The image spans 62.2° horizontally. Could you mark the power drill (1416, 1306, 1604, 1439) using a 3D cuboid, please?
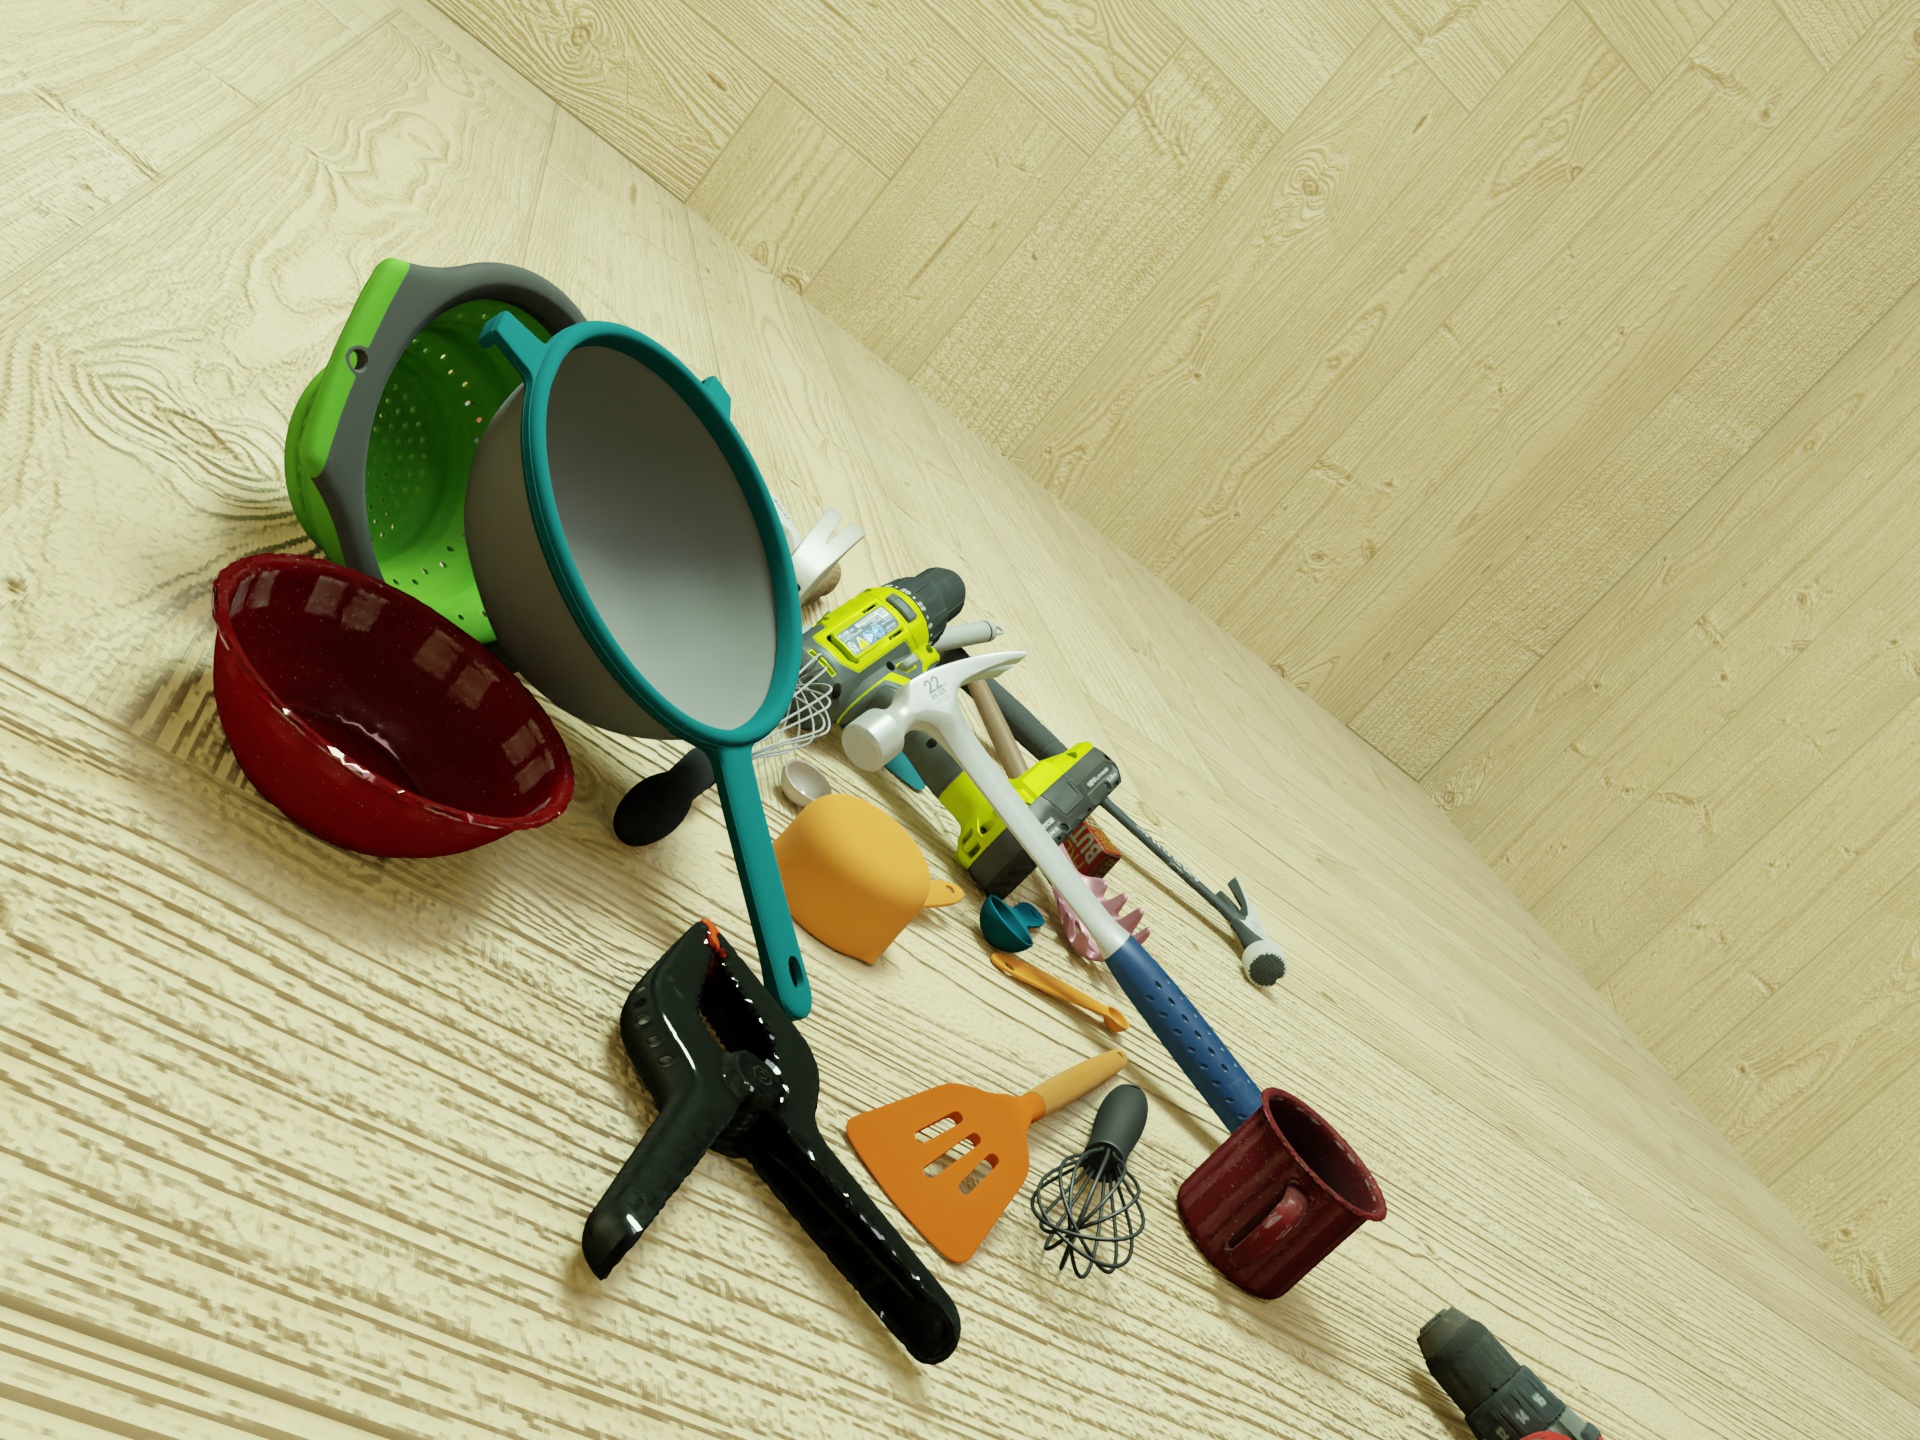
[{"bbox_3d":[0.300,0.406,0.834,0.188,0.080,0.226,49,14,25],"label":"power drill"}]

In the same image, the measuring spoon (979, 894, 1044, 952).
[{"bbox_3d":[0.035,0.136,1.056,0.042,0.021,0.128,50,7,11],"label":"measuring spoon"}]

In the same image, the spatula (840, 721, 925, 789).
[{"bbox_3d":[-0.032,-0.013,1.293,0.082,0.044,0.317,40,10,-1],"label":"spatula"}]

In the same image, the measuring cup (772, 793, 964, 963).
[{"bbox_3d":[-0.035,0.085,0.914,0.173,0.052,0.095,7,39,-55],"label":"measuring cup"}]

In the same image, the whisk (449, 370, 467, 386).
[{"bbox_3d":[-0.307,-0.226,1.166,0.244,0.047,0.051,16,31,-52],"label":"whisk"}]

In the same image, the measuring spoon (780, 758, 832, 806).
[{"bbox_3d":[-0.071,0.076,0.962,0.124,0.018,0.034,53,28,15],"label":"measuring spoon"}]

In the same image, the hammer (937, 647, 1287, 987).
[{"bbox_3d":[0.125,0.067,1.379,0.408,0.036,0.149,42,13,-13],"label":"hammer"}]

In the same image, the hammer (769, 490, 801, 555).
[{"bbox_3d":[-0.214,-0.163,1.102,0.128,0.033,0.331,55,19,17],"label":"hammer"}]

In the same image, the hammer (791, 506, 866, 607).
[{"bbox_3d":[-0.116,-0.102,1.196,0.031,0.130,0.331,38,7,-5],"label":"hammer"}]

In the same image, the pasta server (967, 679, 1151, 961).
[{"bbox_3d":[0.059,0.061,1.198,0.060,0.040,0.317,0,44,-25],"label":"pasta server"}]

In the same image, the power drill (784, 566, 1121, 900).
[{"bbox_3d":[-0.002,-0.004,1.118,0.228,0.080,0.190,45,44,7],"label":"power drill"}]

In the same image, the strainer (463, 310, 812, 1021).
[{"bbox_3d":[-0.153,-0.015,0.763,0.211,0.095,0.340,-6,80,-68],"label":"strainer"}]

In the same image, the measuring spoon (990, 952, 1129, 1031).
[{"bbox_3d":[0.063,0.176,1.020,0.116,0.011,0.021,30,19,-27],"label":"measuring spoon"}]

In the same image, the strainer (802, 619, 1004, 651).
[{"bbox_3d":[-0.042,-0.055,1.246,0.087,0.050,0.258,31,27,29],"label":"strainer"}]

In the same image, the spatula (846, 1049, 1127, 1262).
[{"bbox_3d":[0.038,0.207,0.844,0.081,0.041,0.322,46,11,17],"label":"spatula"}]

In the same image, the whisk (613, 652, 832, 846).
[{"bbox_3d":[-0.131,0.013,0.899,0.070,0.070,0.285,41,20,-2],"label":"whisk"}]

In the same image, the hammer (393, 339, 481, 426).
[{"bbox_3d":[-0.240,-0.162,1.157,0.386,0.038,0.143,20,27,-55],"label":"hammer"}]

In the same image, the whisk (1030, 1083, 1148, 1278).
[{"bbox_3d":[0.078,0.230,0.831,0.055,0.055,0.239,43,11,7],"label":"whisk"}]

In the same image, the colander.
[{"bbox_3d":[-0.239,-0.099,0.869,0.094,0.204,0.396,11,-16,23],"label":"colander"}]

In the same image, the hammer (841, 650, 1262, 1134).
[{"bbox_3d":[0.097,0.131,1.009,0.144,0.035,0.405,-37,89,-38],"label":"hammer"}]
